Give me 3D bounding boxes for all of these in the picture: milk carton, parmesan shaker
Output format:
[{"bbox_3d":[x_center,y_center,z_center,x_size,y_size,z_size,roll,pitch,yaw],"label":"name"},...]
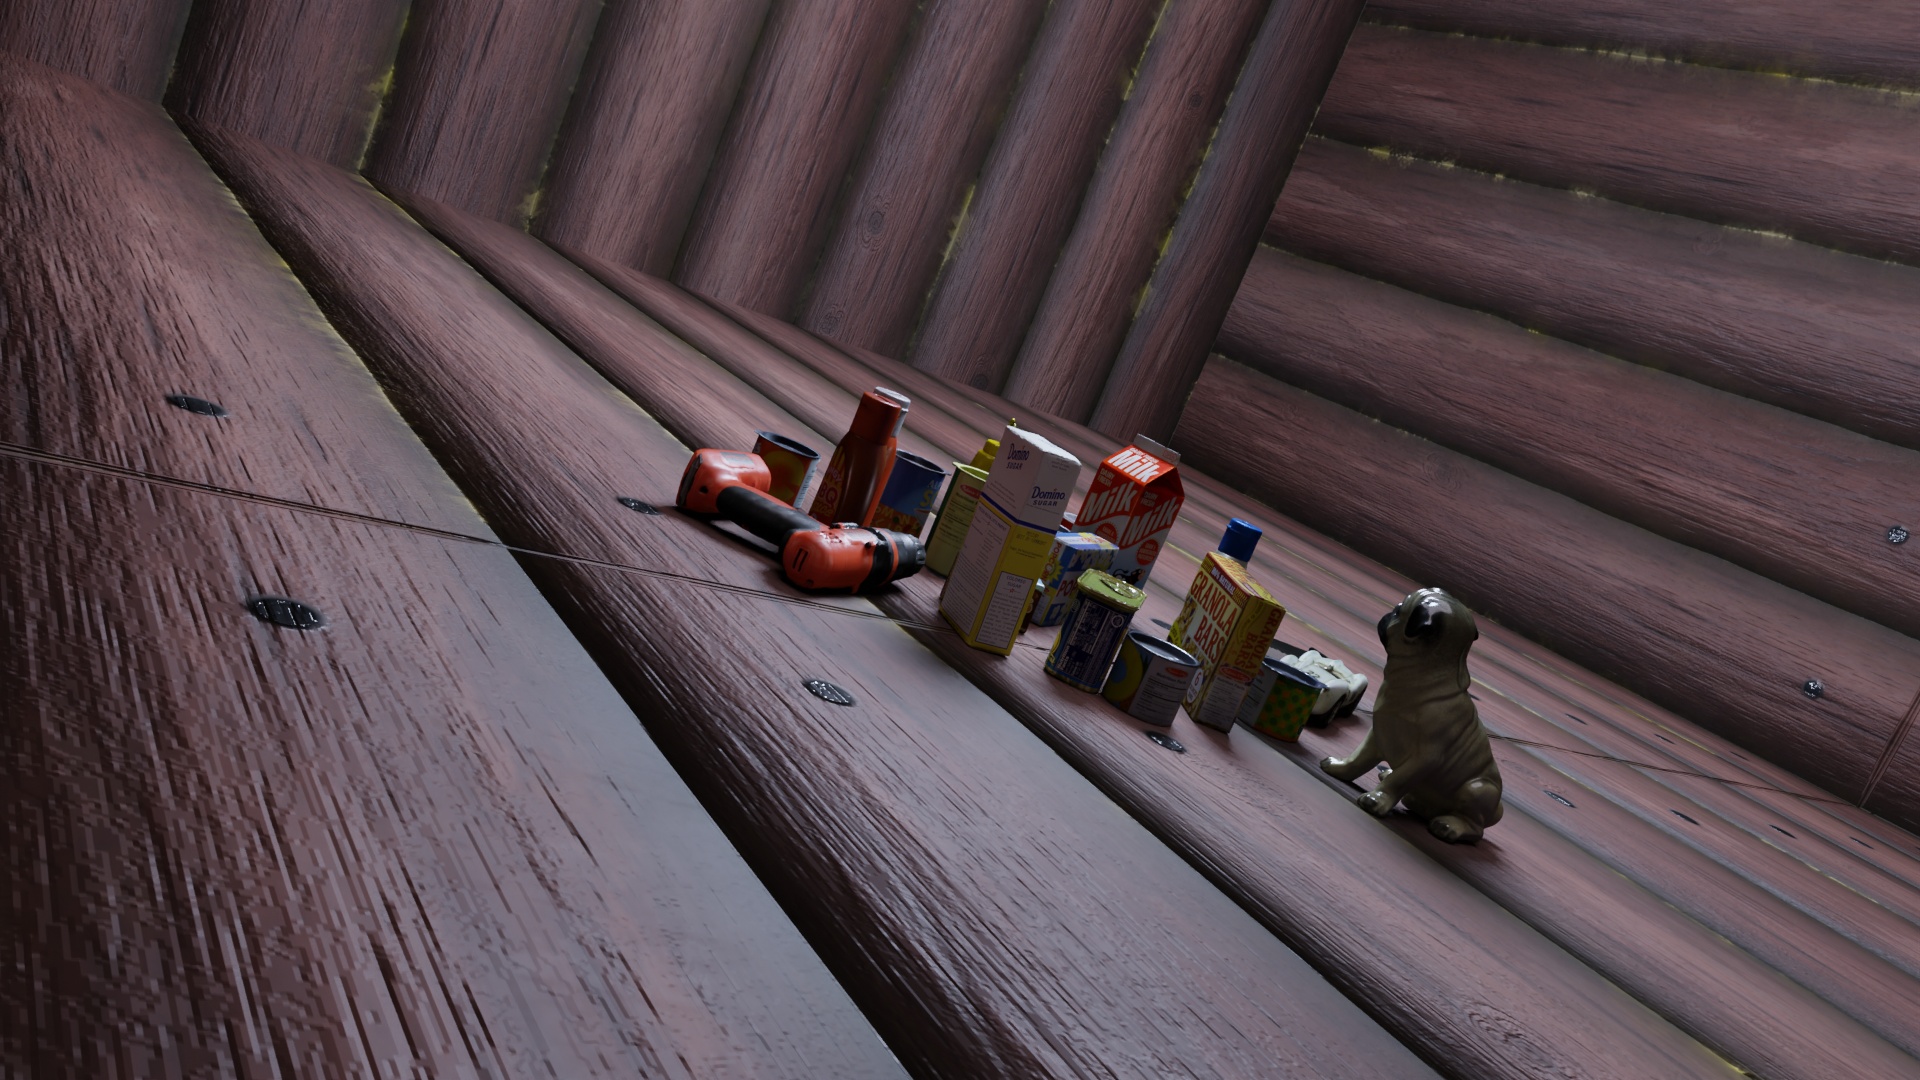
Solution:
[{"bbox_3d":[0.176,-0.018,1.506,0.073,0.190,0.072,14,14,-43],"label":"milk carton"},{"bbox_3d":[0.005,-0.017,1.383,0.071,0.103,0.071,22,10,-4],"label":"parmesan shaker"}]

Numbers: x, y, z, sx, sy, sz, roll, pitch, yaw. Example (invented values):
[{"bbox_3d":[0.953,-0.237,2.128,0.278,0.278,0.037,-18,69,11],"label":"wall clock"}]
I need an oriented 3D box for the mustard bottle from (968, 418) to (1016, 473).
[{"bbox_3d":[0.029,-0.053,1.453,0.065,0.160,0.049,22,10,-5],"label":"mustard bottle"}]

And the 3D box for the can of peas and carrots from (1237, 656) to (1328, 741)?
[{"bbox_3d":[0.298,0.148,1.296,0.071,0.058,0.071,22,10,-4],"label":"can of peas and carrots"}]

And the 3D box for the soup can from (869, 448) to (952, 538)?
[{"bbox_3d":[-0.057,-0.045,1.442,0.071,0.083,0.071,22,10,-4],"label":"soup can"}]

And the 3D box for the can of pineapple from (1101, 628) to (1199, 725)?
[{"bbox_3d":[0.159,0.115,1.171,0.071,0.057,0.071,22,10,-4],"label":"can of pineapple"}]

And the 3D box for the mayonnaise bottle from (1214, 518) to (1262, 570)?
[{"bbox_3d":[0.281,0.050,1.507,0.041,0.147,0.065,22,10,-7],"label":"mayonnaise bottle"}]

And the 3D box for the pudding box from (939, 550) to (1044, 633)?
[{"bbox_3d":[0.029,0.046,1.264,0.084,0.049,0.030,21,10,-12],"label":"pudding box"}]

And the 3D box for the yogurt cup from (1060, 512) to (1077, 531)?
[{"bbox_3d":[0.147,0.002,1.718,0.072,0.054,0.072,22,10,-4],"label":"yogurt cup"}]

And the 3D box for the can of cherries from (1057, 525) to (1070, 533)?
[{"bbox_3d":[0.084,0.005,1.561,0.071,0.058,0.071,22,10,-4],"label":"can of cherries"}]

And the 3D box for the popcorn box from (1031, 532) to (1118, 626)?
[{"bbox_3d":[0.105,0.037,1.371,0.038,0.085,0.127,27,11,23],"label":"popcorn box"}]

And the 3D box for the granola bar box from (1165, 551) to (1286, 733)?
[{"bbox_3d":[0.236,0.089,1.279,0.039,0.124,0.166,22,10,-8],"label":"granola bar box"}]

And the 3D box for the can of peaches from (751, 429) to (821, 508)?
[{"bbox_3d":[-0.181,-0.071,1.380,0.071,0.058,0.071,22,10,-4],"label":"can of peaches"}]

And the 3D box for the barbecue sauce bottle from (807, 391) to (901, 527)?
[{"bbox_3d":[-0.097,-0.059,1.253,0.044,0.148,0.065,17,12,-32],"label":"barbecue sauce bottle"}]

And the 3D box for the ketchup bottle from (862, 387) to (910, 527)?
[{"bbox_3d":[-0.091,-0.071,1.326,0.043,0.148,0.065,28,11,25],"label":"ketchup bottle"}]
